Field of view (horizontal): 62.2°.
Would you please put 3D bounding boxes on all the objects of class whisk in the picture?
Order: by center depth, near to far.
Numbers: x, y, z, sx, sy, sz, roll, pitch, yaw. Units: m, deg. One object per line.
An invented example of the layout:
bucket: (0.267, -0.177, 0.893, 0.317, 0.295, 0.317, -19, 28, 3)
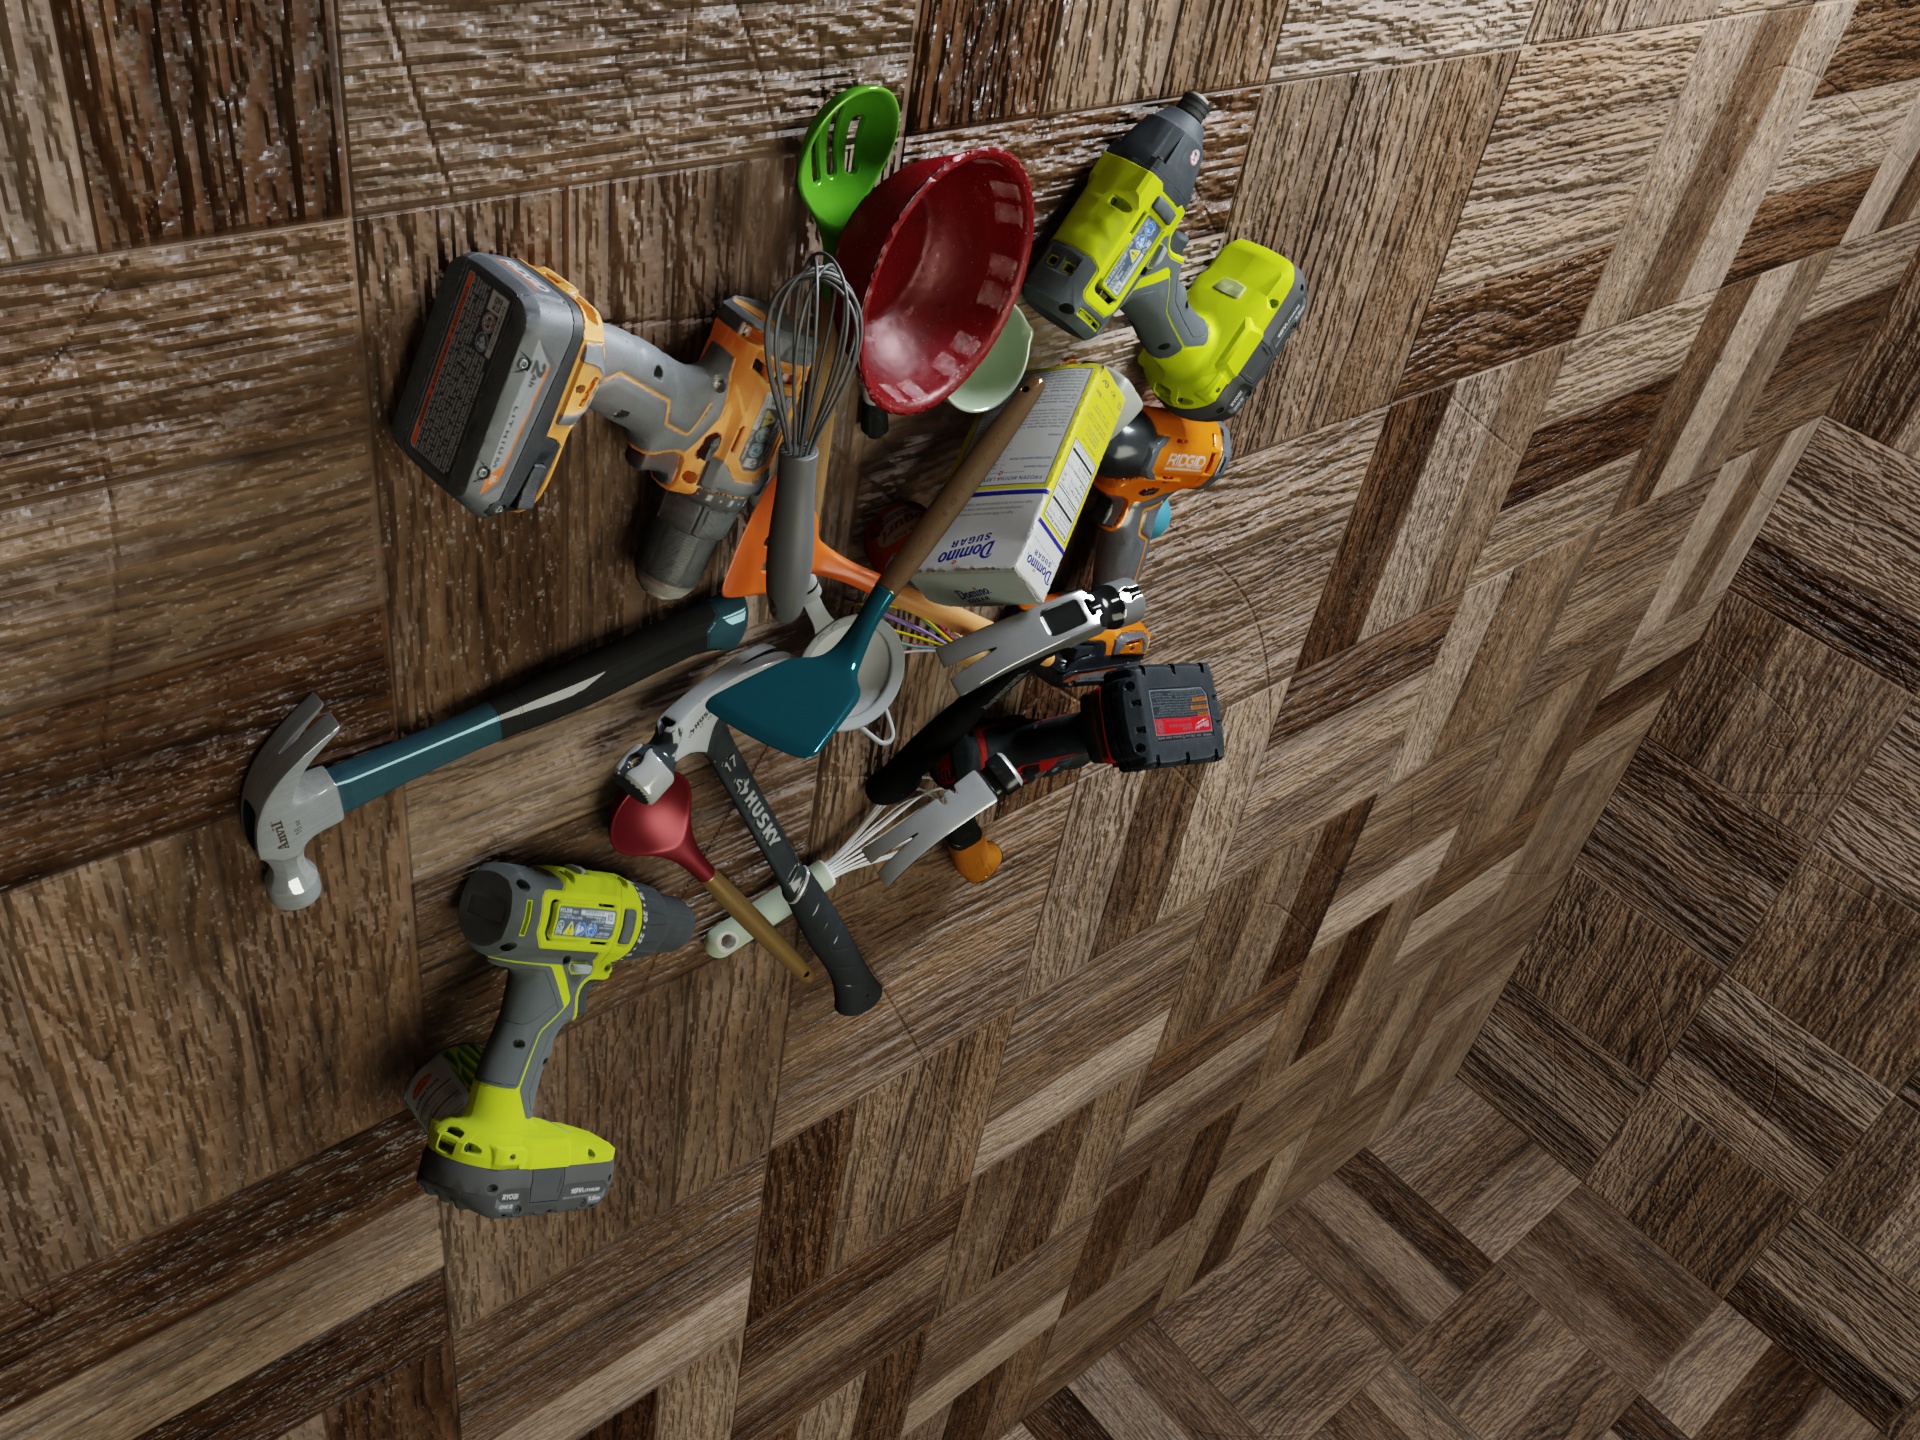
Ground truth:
whisk: (-0.089, -0.150, 0.900, 0.055, 0.055, 0.238, -24, 141, -35)
whisk: (-0.021, -0.063, 1.218, 0.047, 0.051, 0.244, -34, 157, 17)
whisk: (-0.104, 0.120, 1.303, 0.246, 0.059, 0.057, -32, 108, -19)

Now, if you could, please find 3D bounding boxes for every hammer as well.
hammer: (-0.272, -0.005, 0.969, 0.331, 0.033, 0.128, -28, 144, -31)
hammer: (-0.002, -0.004, 1.157, 0.146, 0.035, 0.334, -21, 168, -30)
hammer: (-0.128, 0.108, 1.202, 0.149, 0.036, 0.408, -50, 145, -23)
hammer: (-0.002, 0.104, 1.313, 0.127, 0.034, 0.336, -36, 168, -4)

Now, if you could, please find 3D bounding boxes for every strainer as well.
strainer: (-0.100, -0.083, 1.066, 0.087, 0.050, 0.258, -38, 134, -16)

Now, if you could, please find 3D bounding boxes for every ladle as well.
ladle: (-0.178, 0.127, 1.197, 0.069, 0.031, 0.315, -46, 141, -11)

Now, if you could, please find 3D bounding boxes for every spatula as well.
spatula: (-0.035, -0.106, 1.003, 0.317, 0.082, 0.044, -56, 154, -17)
spatula: (-0.035, -0.081, 1.070, 0.322, 0.041, 0.081, 20, 98, -45)

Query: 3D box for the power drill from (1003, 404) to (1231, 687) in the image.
power drill: (0.112, -0.141, 1.256, 0.164, 0.084, 0.226, -4, 124, -46)

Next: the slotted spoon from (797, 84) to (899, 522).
slotted spoon: (-0.082, -0.234, 0.965, 0.070, 0.031, 0.313, -29, 145, -36)

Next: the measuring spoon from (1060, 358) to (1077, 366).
measuring spoon: (0.047, -0.217, 1.160, 0.117, 0.011, 0.021, -53, 141, 0)

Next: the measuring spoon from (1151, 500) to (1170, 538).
measuring spoon: (0.181, -0.204, 1.323, 0.042, 0.021, 0.128, -6, 130, -48)

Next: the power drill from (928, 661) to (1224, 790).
power drill: (0.106, 0.012, 1.308, 0.187, 0.227, 0.080, -4, 83, -45)

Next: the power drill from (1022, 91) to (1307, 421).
power drill: (0.154, -0.318, 1.121, 0.171, 0.080, 0.223, -56, 145, 7)

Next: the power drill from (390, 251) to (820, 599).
power drill: (-0.191, -0.152, 0.872, 0.226, 0.084, 0.185, -5, 128, -55)

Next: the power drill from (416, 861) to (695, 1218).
power drill: (-0.274, 0.215, 1.100, 0.190, 0.080, 0.228, 19, 83, -56)

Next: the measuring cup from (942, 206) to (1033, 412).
measuring cup: (-0.003, -0.279, 1.015, 0.083, 0.038, 0.167, -32, 130, -24)
